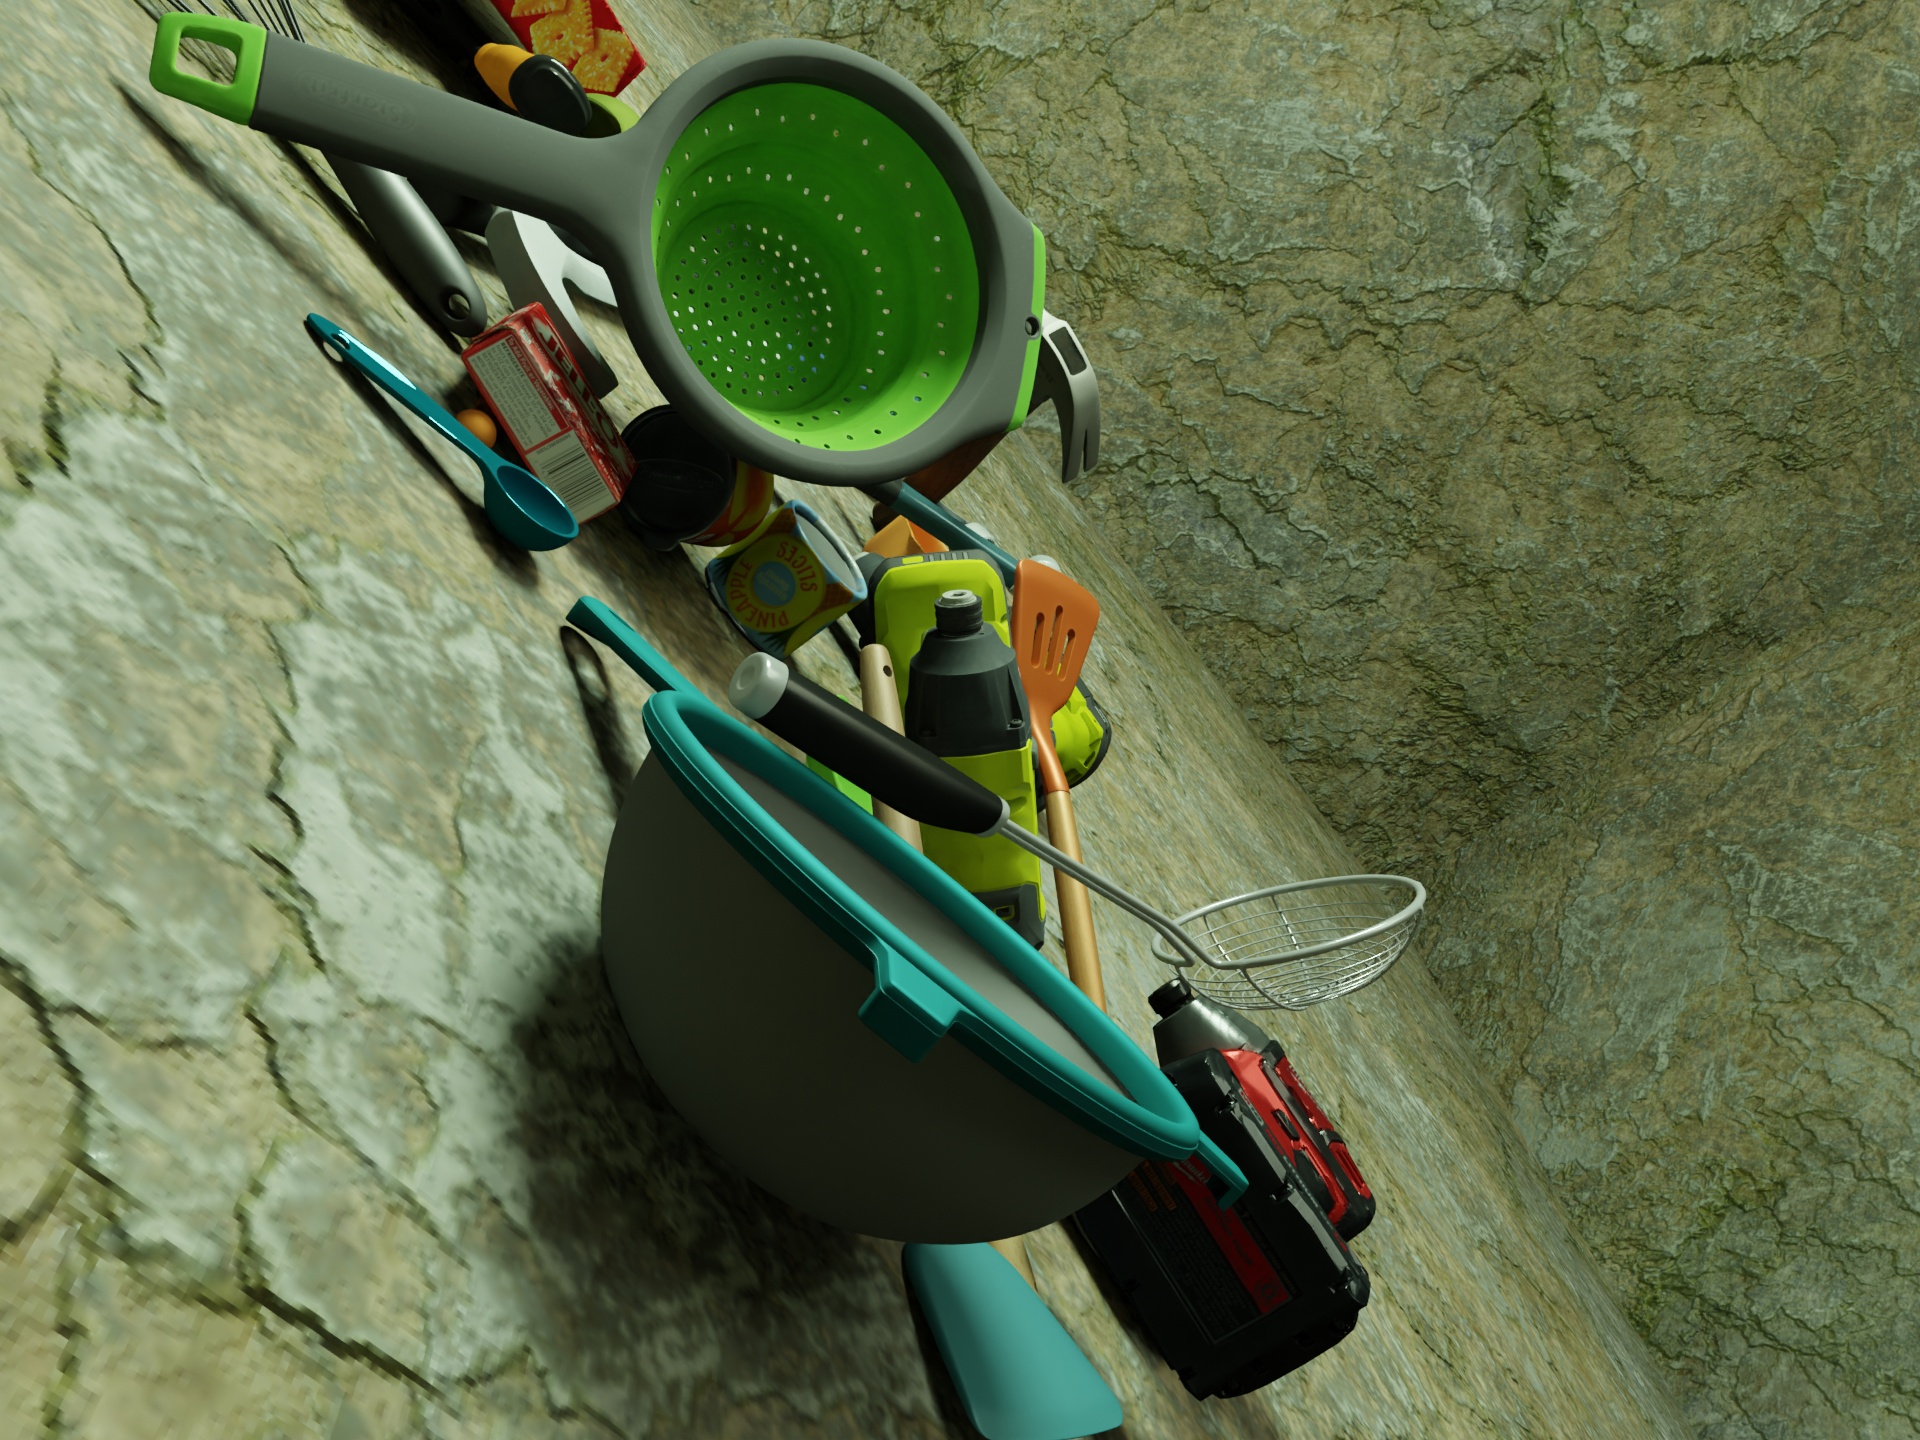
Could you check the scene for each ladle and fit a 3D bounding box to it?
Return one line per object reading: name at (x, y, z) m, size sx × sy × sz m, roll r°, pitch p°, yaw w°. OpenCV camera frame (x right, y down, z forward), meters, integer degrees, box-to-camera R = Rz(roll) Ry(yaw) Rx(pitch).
ladle at (-0.208, -0.327, 0.932) m, size 0.320 × 0.062 × 0.078 m, roll -118°, pitch -177°, yaw -65°

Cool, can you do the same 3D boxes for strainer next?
strainer at (-0.074, 0.061, 0.528) m, size 0.341 × 0.095 × 0.210 m, roll 38°, pitch 0°, yaw 42°

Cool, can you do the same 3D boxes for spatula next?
spatula at (0.064, 0.061, 0.890) m, size 0.081 × 0.041 × 0.323 m, roll 24°, pitch 49°, yaw -45°
spatula at (-0.006, 0.105, 0.606) m, size 0.082 × 0.044 × 0.318 m, roll 21°, pitch 50°, yaw -46°

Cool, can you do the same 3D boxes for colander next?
colander at (-0.150, -0.220, 0.721) m, size 0.396 × 0.204 × 0.094 m, roll 10°, pitch -7°, yaw -30°

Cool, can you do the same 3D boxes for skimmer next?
skimmer at (0.060, 0.038, 0.665) m, size 0.363 × 0.127 × 0.090 m, roll 32°, pitch 65°, yaw -34°

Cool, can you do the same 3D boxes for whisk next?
whisk at (-0.286, -0.271, 0.695) m, size 0.239 × 0.055 × 0.055 m, roll 56°, pitch 12°, yaw -14°

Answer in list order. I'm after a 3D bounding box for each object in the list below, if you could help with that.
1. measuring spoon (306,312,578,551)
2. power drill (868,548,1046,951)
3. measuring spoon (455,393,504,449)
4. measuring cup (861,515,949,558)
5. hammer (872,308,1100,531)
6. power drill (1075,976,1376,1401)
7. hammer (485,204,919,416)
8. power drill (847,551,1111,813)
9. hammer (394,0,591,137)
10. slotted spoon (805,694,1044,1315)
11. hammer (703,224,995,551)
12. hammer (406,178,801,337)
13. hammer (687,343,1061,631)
measuring spoon at (-0.207, -0.109, 0.625) m, size 0.128 × 0.021 × 0.042 m, roll 41°, pitch 15°, yaw -15°
power drill at (-0.001, -0.003, 0.787) m, size 0.223 × 0.080 × 0.171 m, roll -105°, pitch -170°, yaw -69°
measuring spoon at (-0.205, -0.144, 0.717) m, size 0.021 × 0.011 × 0.117 m, roll 50°, pitch 13°, yaw -20°
measuring cup at (-0.052, -0.133, 1.156) m, size 0.174 × 0.052 × 0.095 m, roll 58°, pitch 13°, yaw 25°
hammer at (0.005, -0.192, 1.128) m, size 0.130 × 0.031 × 0.331 m, roll 58°, pitch -25°, yaw -1°
power drill at (0.115, 0.184, 0.681) m, size 0.143 × 0.078 × 0.219 m, roll 57°, pitch 13°, yaw 10°
hammer at (-0.114, -0.206, 0.914) m, size 0.405 × 0.035 × 0.144 m, roll 6°, pitch 62°, yaw -61°
power drill at (0.011, -0.022, 1.038) m, size 0.190 × 0.080 × 0.228 m, roll 56°, pitch 15°, yaw 8°
hammer at (-0.260, -0.369, 0.889) m, size 0.127 × 0.034 × 0.337 m, roll 46°, pitch 1°, yaw -33°
slotted spoon at (-0.021, 0.112, 0.682) m, size 0.070 × 0.031 × 0.314 m, roll 67°, pitch 1°, yaw -51°
hammer at (-0.091, -0.259, 1.229) m, size 0.149 × 0.036 × 0.408 m, roll 49°, pitch 1°, yaw 32°
hammer at (-0.206, -0.270, 0.924) m, size 0.146 × 0.035 × 0.335 m, roll 33°, pitch 14°, yaw 10°
hammer at (-0.055, -0.159, 1.058) m, size 0.330 × 0.033 × 0.128 m, roll 32°, pitch 16°, yaw -19°
